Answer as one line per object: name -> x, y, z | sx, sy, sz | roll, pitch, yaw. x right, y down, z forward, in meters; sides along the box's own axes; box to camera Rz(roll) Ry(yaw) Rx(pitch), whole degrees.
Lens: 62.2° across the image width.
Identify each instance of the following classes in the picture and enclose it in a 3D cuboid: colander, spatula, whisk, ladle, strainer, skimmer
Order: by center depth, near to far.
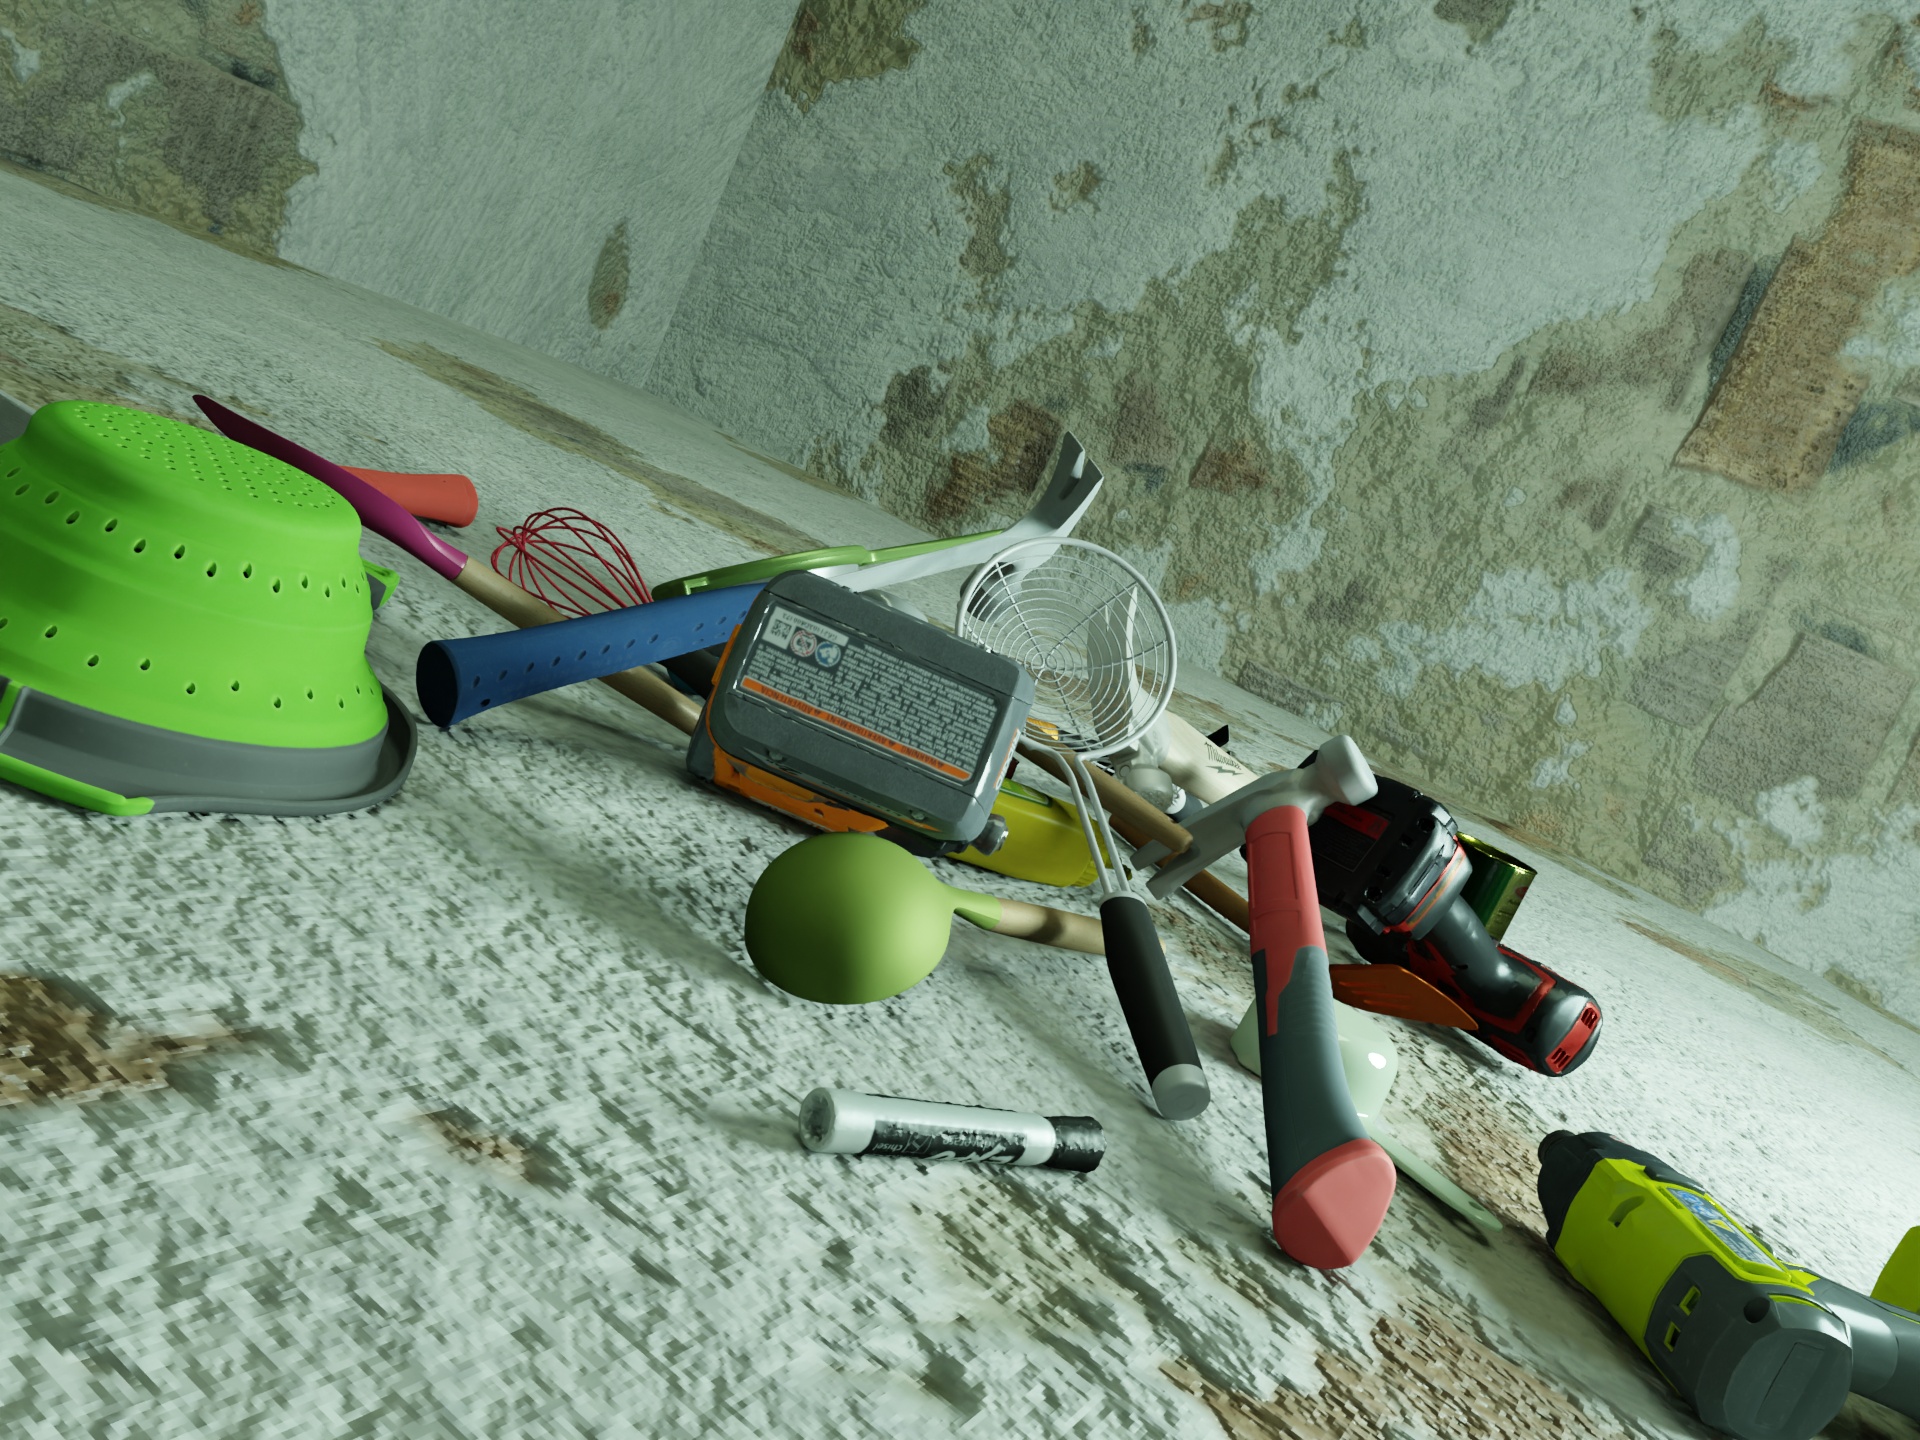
colander -> -0.289, -0.069, 0.650 | 0.204, 0.094, 0.397 | 23, 10, -8
ladle -> 0.019, 0.099, 0.706 | 0.078, 0.062, 0.320 | 29, 3, 32
skimmer -> 0.073, 0.029, 0.761 | 0.127, 0.090, 0.364 | 8, 30, -13
spatula -> -0.001, -0.003, 0.915 | 0.318, 0.044, 0.082 | 33, 12, 28
whisk -> -0.181, -0.052, 0.923 | 0.296, 0.073, 0.073 | 34, 13, 35
spatula -> 0.184, 0.115, 0.993 | 0.081, 0.041, 0.323 | 36, 0, -32
strainer -> -0.082, -0.083, 1.104 | 0.256, 0.069, 0.151 | -11, 3, -13
whisk -> 0.142, 0.048, 1.126 | 0.070, 0.070, 0.284 | 28, -2, 20

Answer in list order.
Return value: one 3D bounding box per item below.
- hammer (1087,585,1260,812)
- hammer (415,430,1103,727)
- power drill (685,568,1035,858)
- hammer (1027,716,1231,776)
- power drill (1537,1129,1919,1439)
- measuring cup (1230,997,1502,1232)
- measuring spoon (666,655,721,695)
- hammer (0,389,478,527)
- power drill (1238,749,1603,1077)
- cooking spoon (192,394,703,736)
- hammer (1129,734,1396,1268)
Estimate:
hammer -> 0.213, 0.058, 1.062 | 0.410, 0.038, 0.146 | 32, 45, -44
hammer -> -0.082, -0.068, 0.817 | 0.405, 0.144, 0.035 | -19, 68, -43
power drill -> -0.038, 0.015, 0.715 | 0.164, 0.084, 0.226 | 23, -13, -6
hammer -> 0.041, 0.006, 1.131 | 0.336, 0.034, 0.127 | 12, -19, -38
power drill -> 0.356, 0.239, 0.651 | 0.223, 0.080, 0.171 | 20, 10, -11
measuring cup -> 0.190, 0.168, 0.717 | 0.083, 0.038, 0.168 | 19, 9, -31
measuring spoon -> -0.188, -0.038, 0.989 | 0.042, 0.021, 0.129 | -4, 18, -45
hammer -> -0.411, -0.148, 0.957 | 0.149, 0.036, 0.359 | 27, 10, 11
power drill -> 0.266, 0.115, 0.964 | 0.226, 0.080, 0.188 | 42, -7, -32
cooking spoon -> -0.221, -0.059, 0.767 | 0.318, 0.017, 0.069 | 36, -13, -33
hammer -> 0.137, 0.117, 0.726 | 0.038, 0.143, 0.386 | 55, 18, -12
